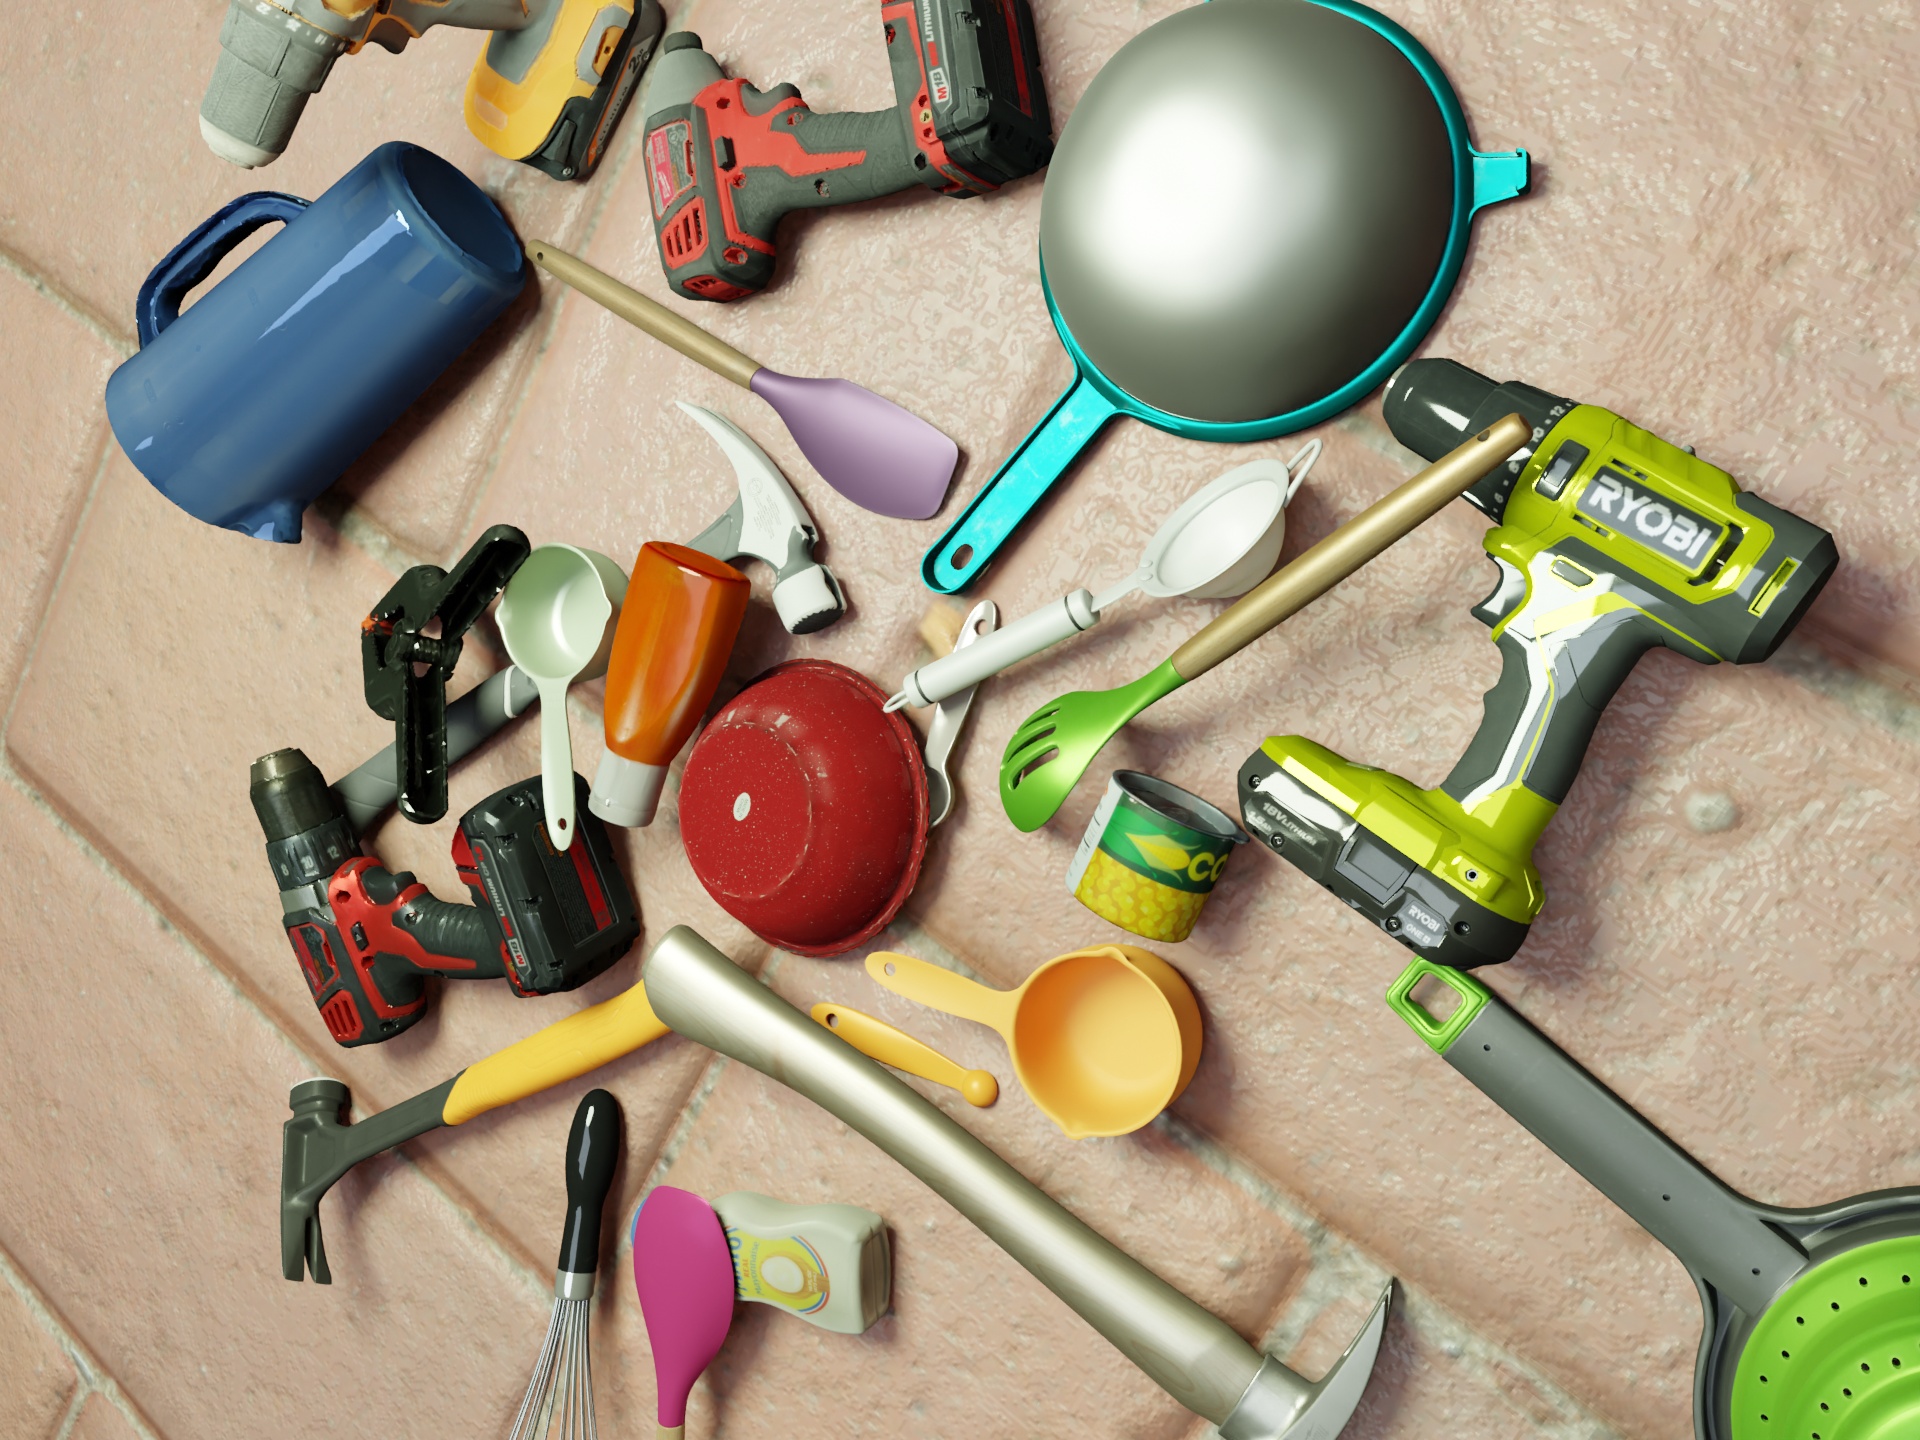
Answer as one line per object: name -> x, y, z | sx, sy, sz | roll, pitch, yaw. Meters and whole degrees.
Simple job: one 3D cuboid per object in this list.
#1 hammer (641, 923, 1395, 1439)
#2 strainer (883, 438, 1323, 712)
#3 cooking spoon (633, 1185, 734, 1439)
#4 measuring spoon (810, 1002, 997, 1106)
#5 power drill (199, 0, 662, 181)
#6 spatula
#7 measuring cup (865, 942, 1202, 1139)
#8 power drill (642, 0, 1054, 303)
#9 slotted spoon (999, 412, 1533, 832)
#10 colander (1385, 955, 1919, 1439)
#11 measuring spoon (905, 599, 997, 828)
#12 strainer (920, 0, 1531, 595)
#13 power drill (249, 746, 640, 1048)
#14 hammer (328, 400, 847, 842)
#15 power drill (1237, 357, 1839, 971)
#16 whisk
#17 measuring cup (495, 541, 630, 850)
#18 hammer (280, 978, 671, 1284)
hammer -> 0.010, 0.221, 0.792 | 0.411, 0.038, 0.146 | 33, 104, 17
strainer -> 0.067, -0.056, 0.766 | 0.258, 0.087, 0.050 | -25, 119, 25
cooking spoon -> -0.161, 0.411, 0.879 | 0.069, 0.017, 0.319 | 8, 99, 27
measuring spoon -> -0.033, 0.176, 0.844 | 0.117, 0.011, 0.021 | 20, 100, 25
power drill -> -0.280, -0.356, 0.837 | 0.084, 0.226, 0.185 | 38, 107, 21
spatula -> -0.131, -0.198, 0.883 | 0.316, 0.018, 0.059 | 34, 116, 22
measuring cup -> 0.037, 0.142, 0.788 | 0.174, 0.052, 0.095 | 15, 98, 27
power drill -> -0.071, -0.315, 0.821 | 0.220, 0.078, 0.143 | -12, 85, 29
slotted spoon -> 0.117, -0.039, 0.707 | 0.313, 0.031, 0.070 | -37, 34, 36
colander -> 0.326, 0.237, 0.620 | 0.397, 0.094, 0.204 | 41, 108, 20
measuring spoon -> -0.001, -0.003, 0.827 | 0.034, 0.018, 0.124 | 20, 93, 32
strainer -> 0.076, -0.191, 0.736 | 0.211, 0.095, 0.340 | 47, 109, 18
power drill -> -0.317, 0.090, 0.933 | 0.227, 0.080, 0.188 | -15, 99, 29
hammer -> -0.252, -0.031, 0.938 | 0.409, 0.036, 0.149 | -30, 77, 24
power drill -> 0.220, -0.029, 0.679 | 0.191, 0.080, 0.228 | 37, 104, 26
whisk -> -0.225, 0.356, 0.915 | 0.070, 0.070, 0.285 | 4, 83, 26
measuring cup -> -0.212, -0.013, 0.877 | 0.083, 0.038, 0.167 | -1, 91, 28
hammer -> -0.278, 0.222, 0.940 | 0.337, 0.034, 0.127 | -28, 54, 21
